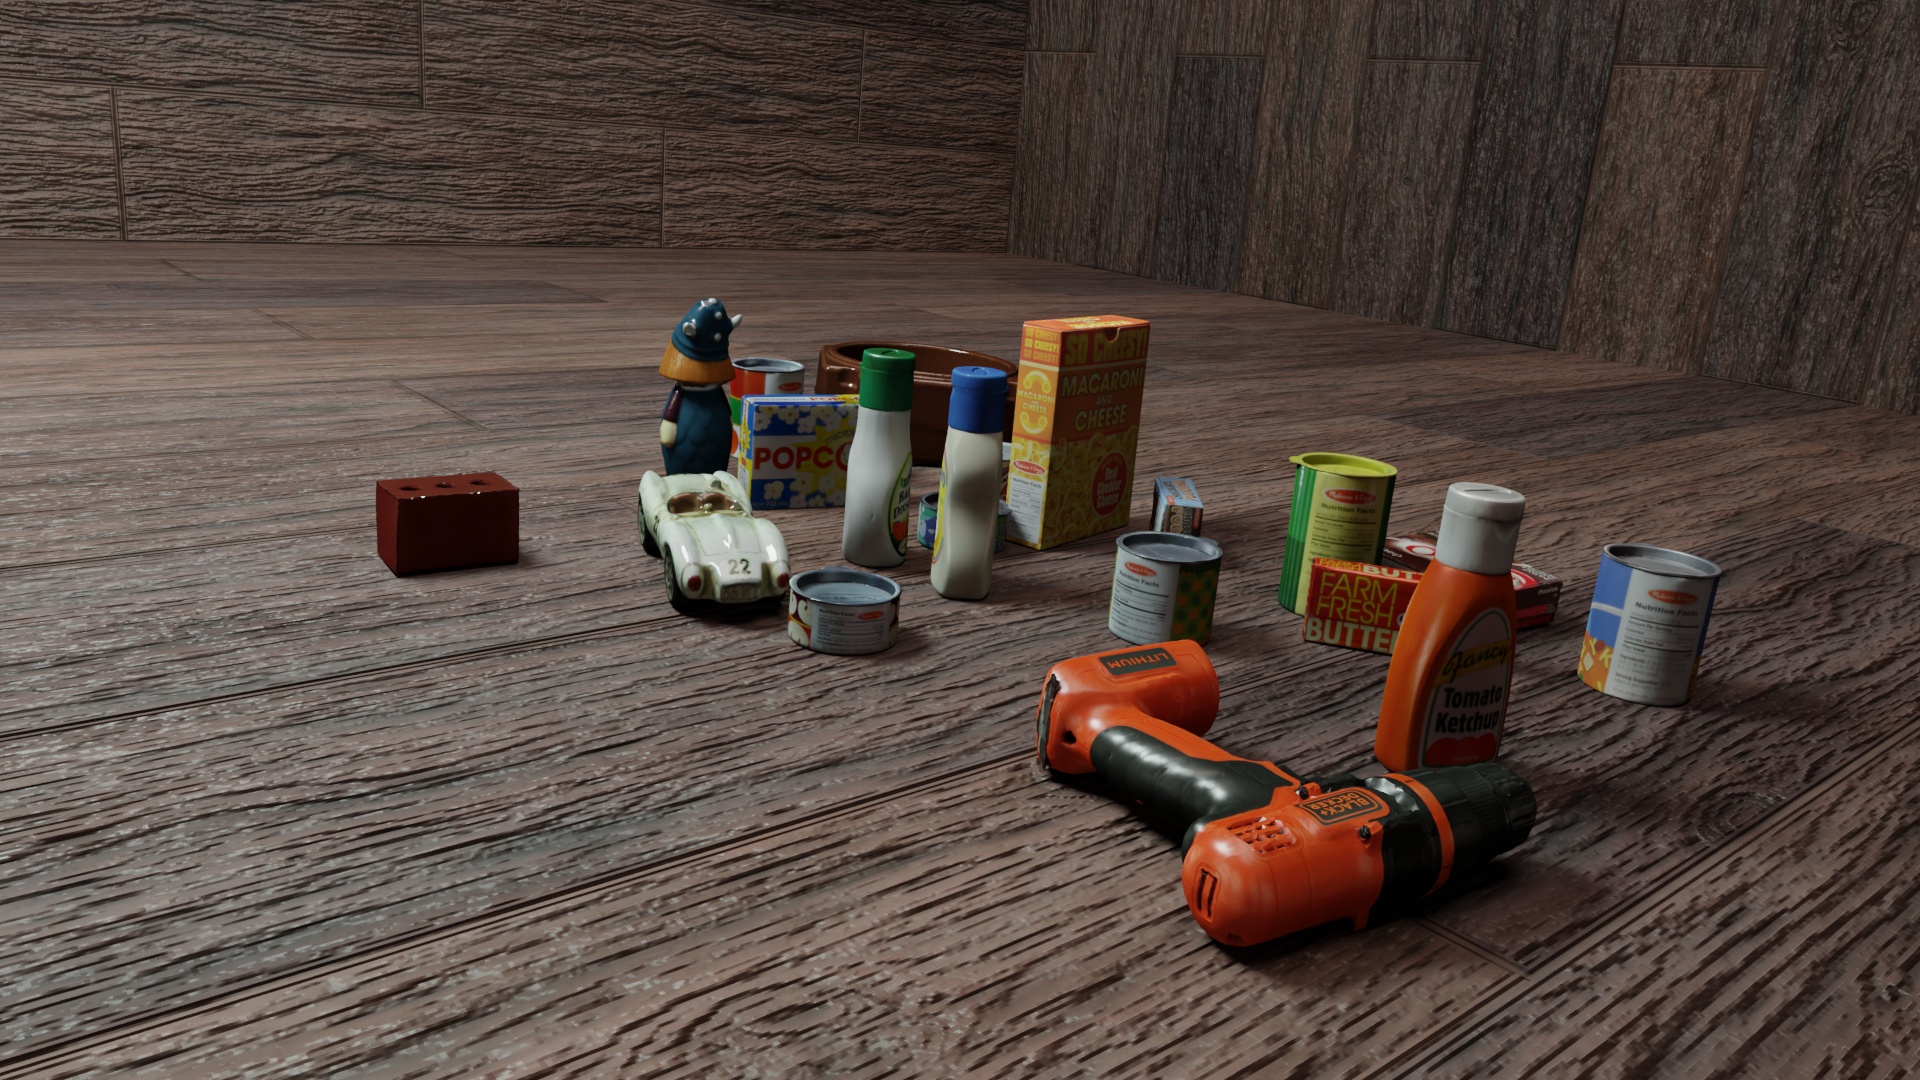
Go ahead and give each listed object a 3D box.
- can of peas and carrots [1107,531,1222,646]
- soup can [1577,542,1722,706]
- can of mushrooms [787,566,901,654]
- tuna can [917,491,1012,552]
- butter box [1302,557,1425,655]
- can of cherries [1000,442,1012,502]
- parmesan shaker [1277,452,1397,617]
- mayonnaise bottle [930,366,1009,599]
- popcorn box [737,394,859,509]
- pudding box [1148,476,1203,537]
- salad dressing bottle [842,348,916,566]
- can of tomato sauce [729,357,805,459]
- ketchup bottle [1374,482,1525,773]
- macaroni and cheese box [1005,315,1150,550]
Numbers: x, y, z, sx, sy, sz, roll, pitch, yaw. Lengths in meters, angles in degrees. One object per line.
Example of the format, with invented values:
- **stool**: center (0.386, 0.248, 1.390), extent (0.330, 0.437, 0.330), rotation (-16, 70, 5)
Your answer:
- **can of peas and carrots**: center (0.130, 0.030, 0.876), extent (0.071, 0.058, 0.071), rotation (5, 16, -1)
- **soup can**: center (0.421, 0.050, 0.852), extent (0.071, 0.083, 0.071), rotation (5, 16, -1)
- **can of mushrooms**: center (-0.069, 0.041, 0.826), extent (0.071, 0.033, 0.071), rotation (5, 16, -1)
- **tuna can**: center (0.004, -0.013, 1.031), extent (0.071, 0.032, 0.071), rotation (5, 16, -1)
- **butter box**: center (0.271, 0.045, 0.880), extent (0.103, 0.053, 0.024), rotation (9, 16, 15)
- **can of cherries**: center (0.021, -0.043, 1.094), extent (0.071, 0.058, 0.072), rotation (5, 16, -1)
- **parmesan shaker**: center (0.253, -0.003, 0.947), extent (0.071, 0.102, 0.071), rotation (5, 16, -1)
- **mayonnaise bottle**: center (0.006, -0.039, 0.917), extent (0.041, 0.147, 0.065), rotation (4, 16, -4)
- **popcorn box**: center (-0.111, -0.071, 1.102), extent (0.127, 0.085, 0.038), rotation (-3, 18, -25)
- **pudding box**: center (0.163, -0.015, 1.056), extent (0.030, 0.049, 0.084), rotation (5, 16, 1)
- **salad dressing bottle**: center (-0.055, -0.057, 0.961), extent (0.044, 0.147, 0.064), rotation (8, 16, 11)
- **can of tomato sauce**: center (-0.175, -0.117, 1.243), extent (0.071, 0.082, 0.071), rotation (5, 16, -1)
- **ketchup bottle**: center (0.251, 0.046, 0.699), extent (0.065, 0.148, 0.043), rotation (-1, 17, -21)
- **macaroni and cheese box**: center (0.091, -0.085, 1.067), extent (0.040, 0.166, 0.124), rotation (17, 20, 36)
